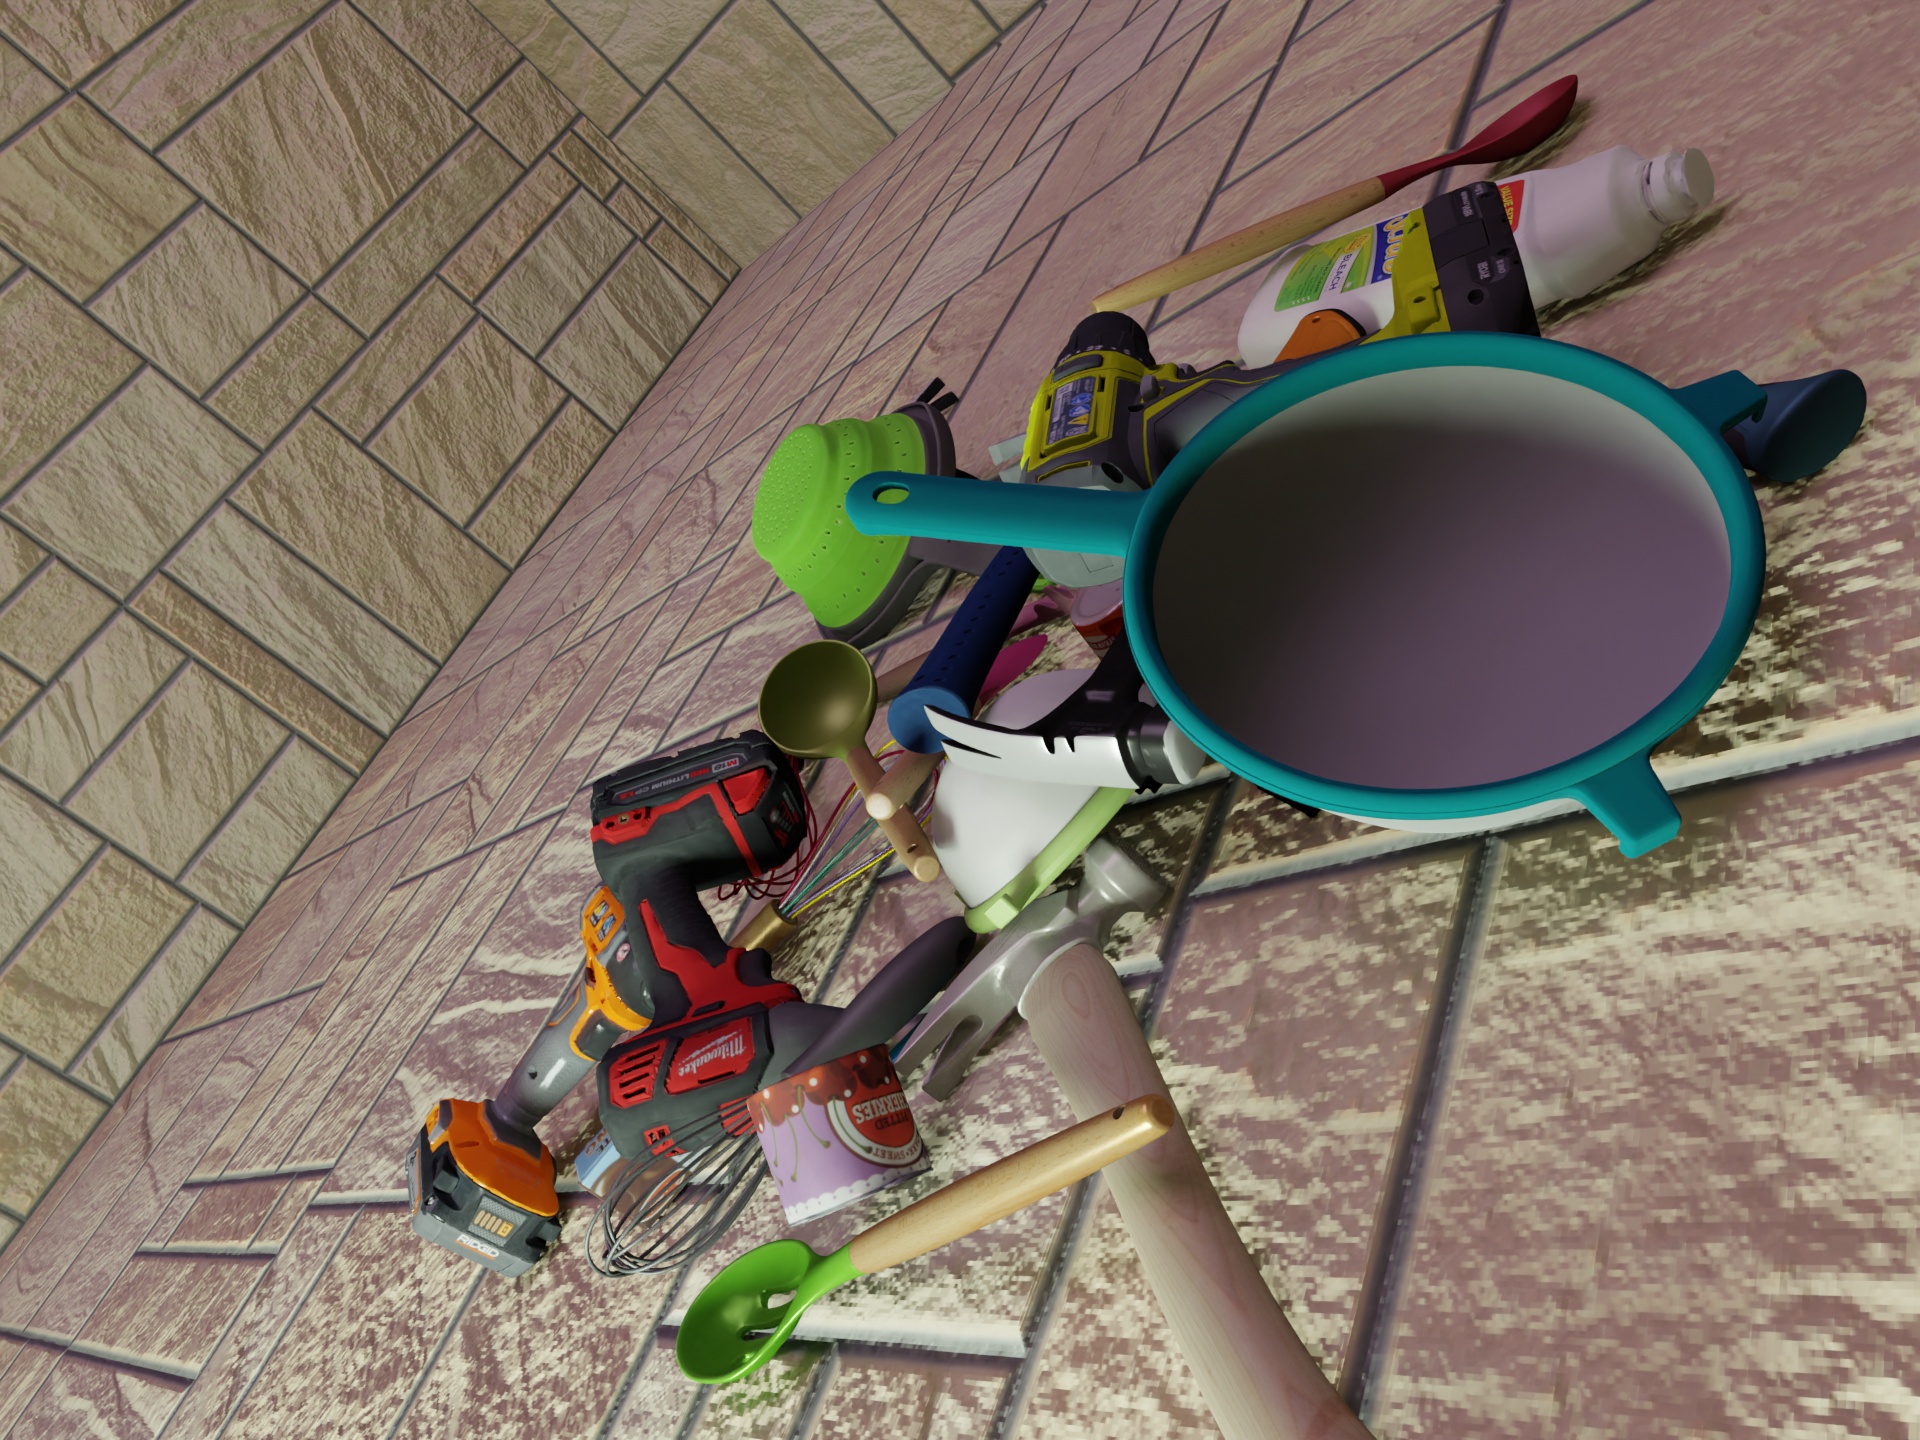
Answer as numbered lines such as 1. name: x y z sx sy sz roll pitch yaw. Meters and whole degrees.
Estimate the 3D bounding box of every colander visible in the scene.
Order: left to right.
1. colander: -0.059 -0.146 1.158 0.397 0.094 0.204 24 95 59

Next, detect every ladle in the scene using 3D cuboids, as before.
1. ladle: -0.058 0.019 0.856 0.078 0.062 0.320 -39 19 -1
2. ladle: 0.217 -0.296 0.910 0.315 0.031 0.069 -25 12 -7

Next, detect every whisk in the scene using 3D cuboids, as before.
1. whisk: -0.121 0.037 1.088 0.073 0.073 0.296 -40 17 20
2. whisk: -0.077 0.169 0.741 0.239 0.055 0.055 -41 17 -27
3. whisk: -0.092 0.097 0.953 0.245 0.047 0.051 -45 6 16

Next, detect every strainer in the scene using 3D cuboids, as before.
1. strainer: 0.067 -0.017 0.756 0.256 0.069 0.151 -50 3 -5
2. strainer: 0.115 -0.045 0.607 0.340 0.095 0.211 10 60 27

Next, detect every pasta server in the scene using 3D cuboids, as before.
1. pasta server: 0.007 -0.057 1.031 0.316 0.040 0.060 -24 18 47

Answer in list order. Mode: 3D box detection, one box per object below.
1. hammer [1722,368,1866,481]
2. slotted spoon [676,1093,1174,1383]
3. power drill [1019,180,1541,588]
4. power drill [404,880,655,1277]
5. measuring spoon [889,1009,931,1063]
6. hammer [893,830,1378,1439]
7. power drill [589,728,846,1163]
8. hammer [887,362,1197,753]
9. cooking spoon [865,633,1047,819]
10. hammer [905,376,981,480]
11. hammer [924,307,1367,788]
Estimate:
1. hammer: 0.243 -0.123 0.714 0.128 0.033 0.331 -53 23 -10
2. slotted spoon: -0.024 0.202 0.615 0.313 0.031 0.070 -40 16 42
3. power drill: 0.137 -0.157 0.718 0.228 0.080 0.191 -15 35 21
4. power drill: -0.234 0.208 0.949 0.226 0.084 0.164 -56 23 -5
5. measuring spoon: -0.025 0.166 0.756 0.128 0.021 0.042 -44 6 -13
6. hammer: 0.068 0.176 0.538 0.146 0.038 0.411 -47 22 7
7. power drill: -0.124 0.117 0.846 0.143 0.078 0.220 -17 49 1
8. hammer: 0.037 -0.100 0.893 0.144 0.035 0.406 -17 23 27
9. cooking spoon: -0.001 -0.003 0.851 0.068 0.017 0.319 -36 5 19
10. hammer: -0.019 -0.207 1.330 0.149 0.036 0.409 -46 23 2
11. hammer: 0.112 -0.094 0.748 0.127 0.034 0.337 2 43 37
